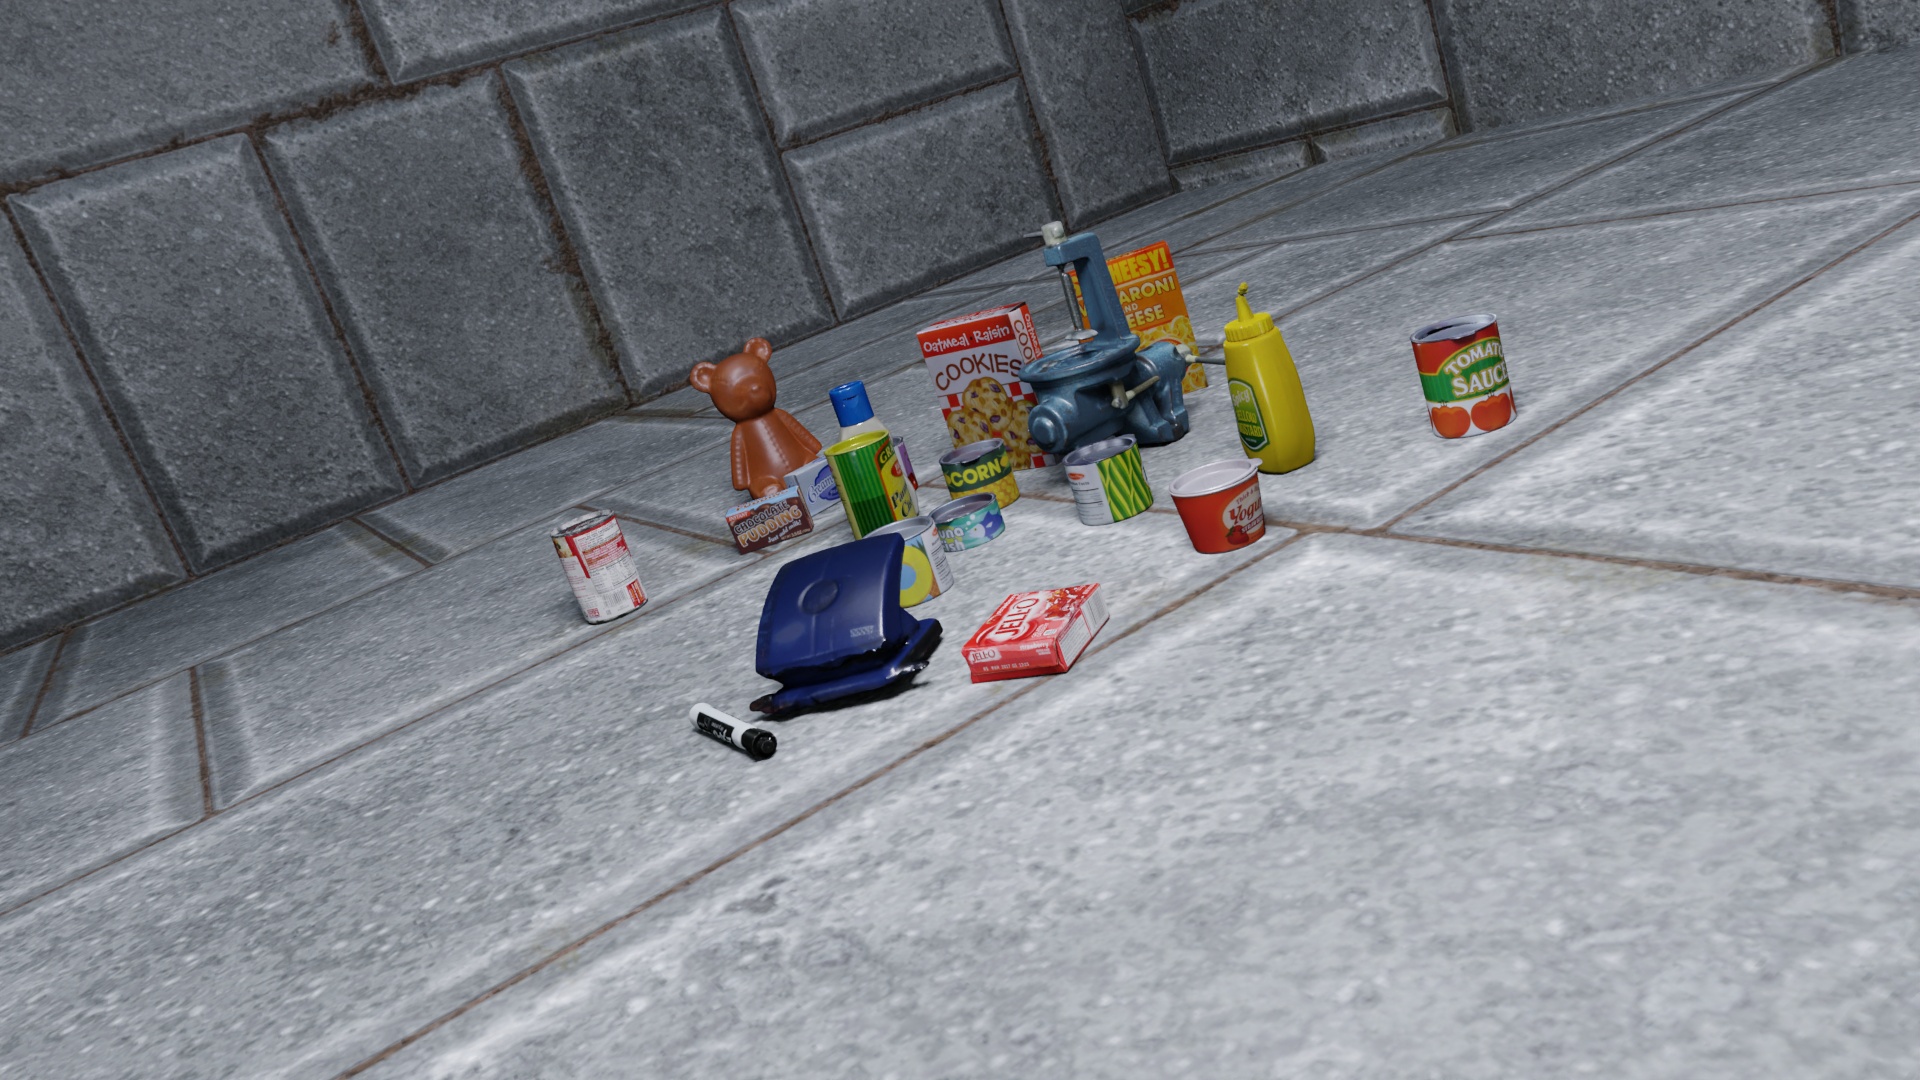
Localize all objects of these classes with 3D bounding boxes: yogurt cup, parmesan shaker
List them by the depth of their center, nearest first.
[{"bbox_3d":[0.195,-0.025,1.038,0.072,0.053,0.072,-17,15,5],"label":"yogurt cup"},{"bbox_3d":[-0.084,-0.049,1.350,0.071,0.102,0.071,-17,15,5],"label":"parmesan shaker"}]

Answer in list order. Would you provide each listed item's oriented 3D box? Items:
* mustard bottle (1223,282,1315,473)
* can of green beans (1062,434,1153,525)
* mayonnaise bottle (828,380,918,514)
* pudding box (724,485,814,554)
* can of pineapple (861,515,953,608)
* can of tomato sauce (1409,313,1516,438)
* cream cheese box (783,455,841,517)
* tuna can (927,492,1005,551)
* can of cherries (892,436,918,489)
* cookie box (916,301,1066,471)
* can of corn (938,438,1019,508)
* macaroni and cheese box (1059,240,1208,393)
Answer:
[{"bbox_3d":[0.250,-0.136,1.156,0.049,0.159,0.065,-23,16,-16],"label":"mustard bottle"},{"bbox_3d":[0.128,-0.051,1.198,0.071,0.057,0.071,-17,15,5],"label":"can of green beans"},{"bbox_3d":[-0.092,-0.086,1.402,0.065,0.147,0.041,-20,15,-6],"label":"mayonnaise bottle"},{"bbox_3d":[-0.206,-0.022,1.499,0.084,0.049,0.030,-18,15,2],"label":"pudding box"},{"bbox_3d":[-0.047,0.019,1.160,0.071,0.057,0.071,-17,15,5],"label":"can of pineapple"},{"bbox_3d":[0.401,-0.131,1.105,0.071,0.083,0.071,-17,15,5],"label":"can of tomato sauce"},{"bbox_3d":[-0.150,-0.069,1.588,0.024,0.053,0.104,-2,22,47],"label":"cream cheese box"},{"bbox_3d":[0.005,-0.016,1.266,0.071,0.032,0.071,-17,16,5],"label":"tuna can"},{"bbox_3d":[-0.085,-0.077,1.529,0.071,0.058,0.072,-17,15,5],"label":"can of cherries"},{"bbox_3d":[0.036,-0.155,1.455,0.123,0.167,0.040,-6,19,38],"label":"cookie box"},{"bbox_3d":[0.019,-0.060,1.353,0.071,0.058,0.071,-17,15,5],"label":"can of corn"},{"bbox_3d":[0.192,-0.234,1.543,0.124,0.166,0.040,-17,15,6],"label":"macaroni and cheese box"}]
